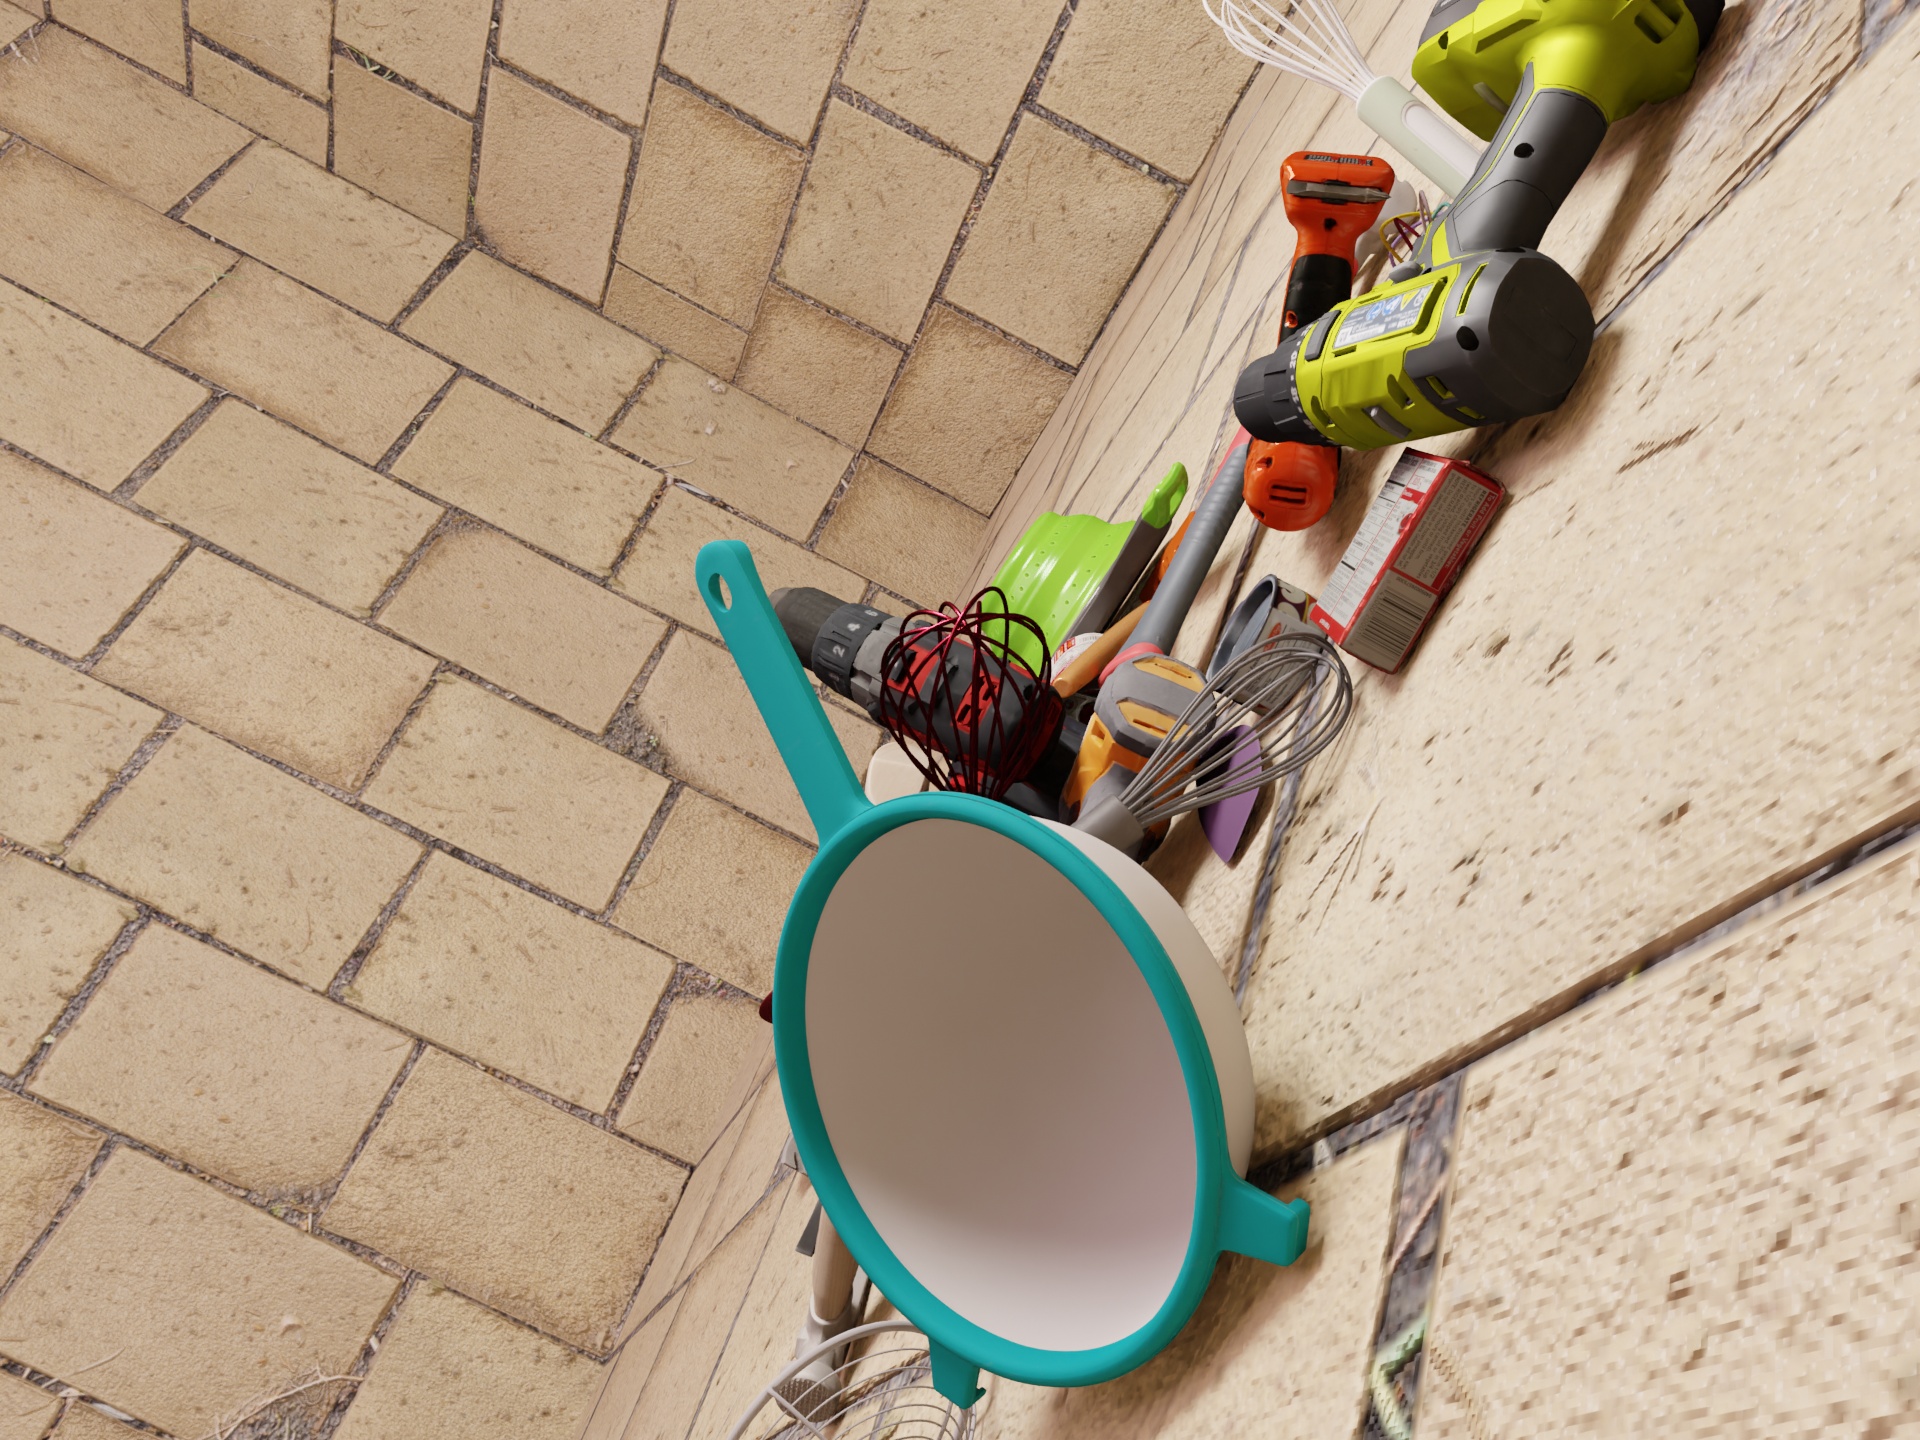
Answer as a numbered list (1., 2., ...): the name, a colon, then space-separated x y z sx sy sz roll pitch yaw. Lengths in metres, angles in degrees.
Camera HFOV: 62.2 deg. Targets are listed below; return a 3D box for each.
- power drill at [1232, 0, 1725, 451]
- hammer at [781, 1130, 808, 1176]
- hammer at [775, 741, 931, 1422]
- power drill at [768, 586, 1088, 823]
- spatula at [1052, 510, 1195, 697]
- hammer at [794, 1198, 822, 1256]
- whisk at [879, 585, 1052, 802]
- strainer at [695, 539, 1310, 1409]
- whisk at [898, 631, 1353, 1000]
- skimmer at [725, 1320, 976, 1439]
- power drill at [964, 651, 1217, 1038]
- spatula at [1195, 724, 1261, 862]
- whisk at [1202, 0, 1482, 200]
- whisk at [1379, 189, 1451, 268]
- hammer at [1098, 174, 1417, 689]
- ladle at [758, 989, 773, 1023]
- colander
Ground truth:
1. power drill: 0.216 -0.221 0.696 0.228 0.080 0.191 -63 21 -9
2. hammer: -0.087 0.299 1.418 0.331 0.031 0.130 -58 7 40
3. hammer: -0.055 0.198 0.908 0.146 0.038 0.410 -70 -11 -65
4. power drill: -0.001 -0.003 0.925 0.080 0.188 0.226 -61 -28 -4
5. spatula: 0.113 -0.071 1.071 0.081 0.041 0.322 -60 -10 27
6. hammer: -0.059 0.246 1.064 0.334 0.035 0.146 104 -174 -51
7. whisk: 0.006 0.034 0.735 0.295 0.073 0.073 86 -155 -59
8. strainer: 0.003 0.070 0.606 0.095 0.341 0.211 -10 -25 -45
9. whisk: 0.071 0.043 0.677 0.239 0.055 0.055 -37 4 -6
10. skimmer: -0.013 0.233 0.762 0.363 0.090 0.127 -65 -34 -52
11. power drill: 0.056 0.100 0.791 0.185 0.084 0.226 106 -172 -51
12. spatula: 0.129 0.009 0.878 0.316 0.018 0.059 -95 25 -78
13. whisk: 0.208 -0.326 0.817 0.058 0.247 0.059 -30 -26 -14
14. whisk: 0.238 -0.207 0.788 0.051 0.047 0.245 -57 11 36
15. hammer: 0.183 -0.172 1.032 0.386 0.038 0.143 -61 3 -17
16. ladle: -0.011 0.111 1.057 0.315 0.031 0.069 -36 -19 -39
17. colander: 0.086 -0.120 1.199 0.204 0.094 0.397 -56 -4 -16
